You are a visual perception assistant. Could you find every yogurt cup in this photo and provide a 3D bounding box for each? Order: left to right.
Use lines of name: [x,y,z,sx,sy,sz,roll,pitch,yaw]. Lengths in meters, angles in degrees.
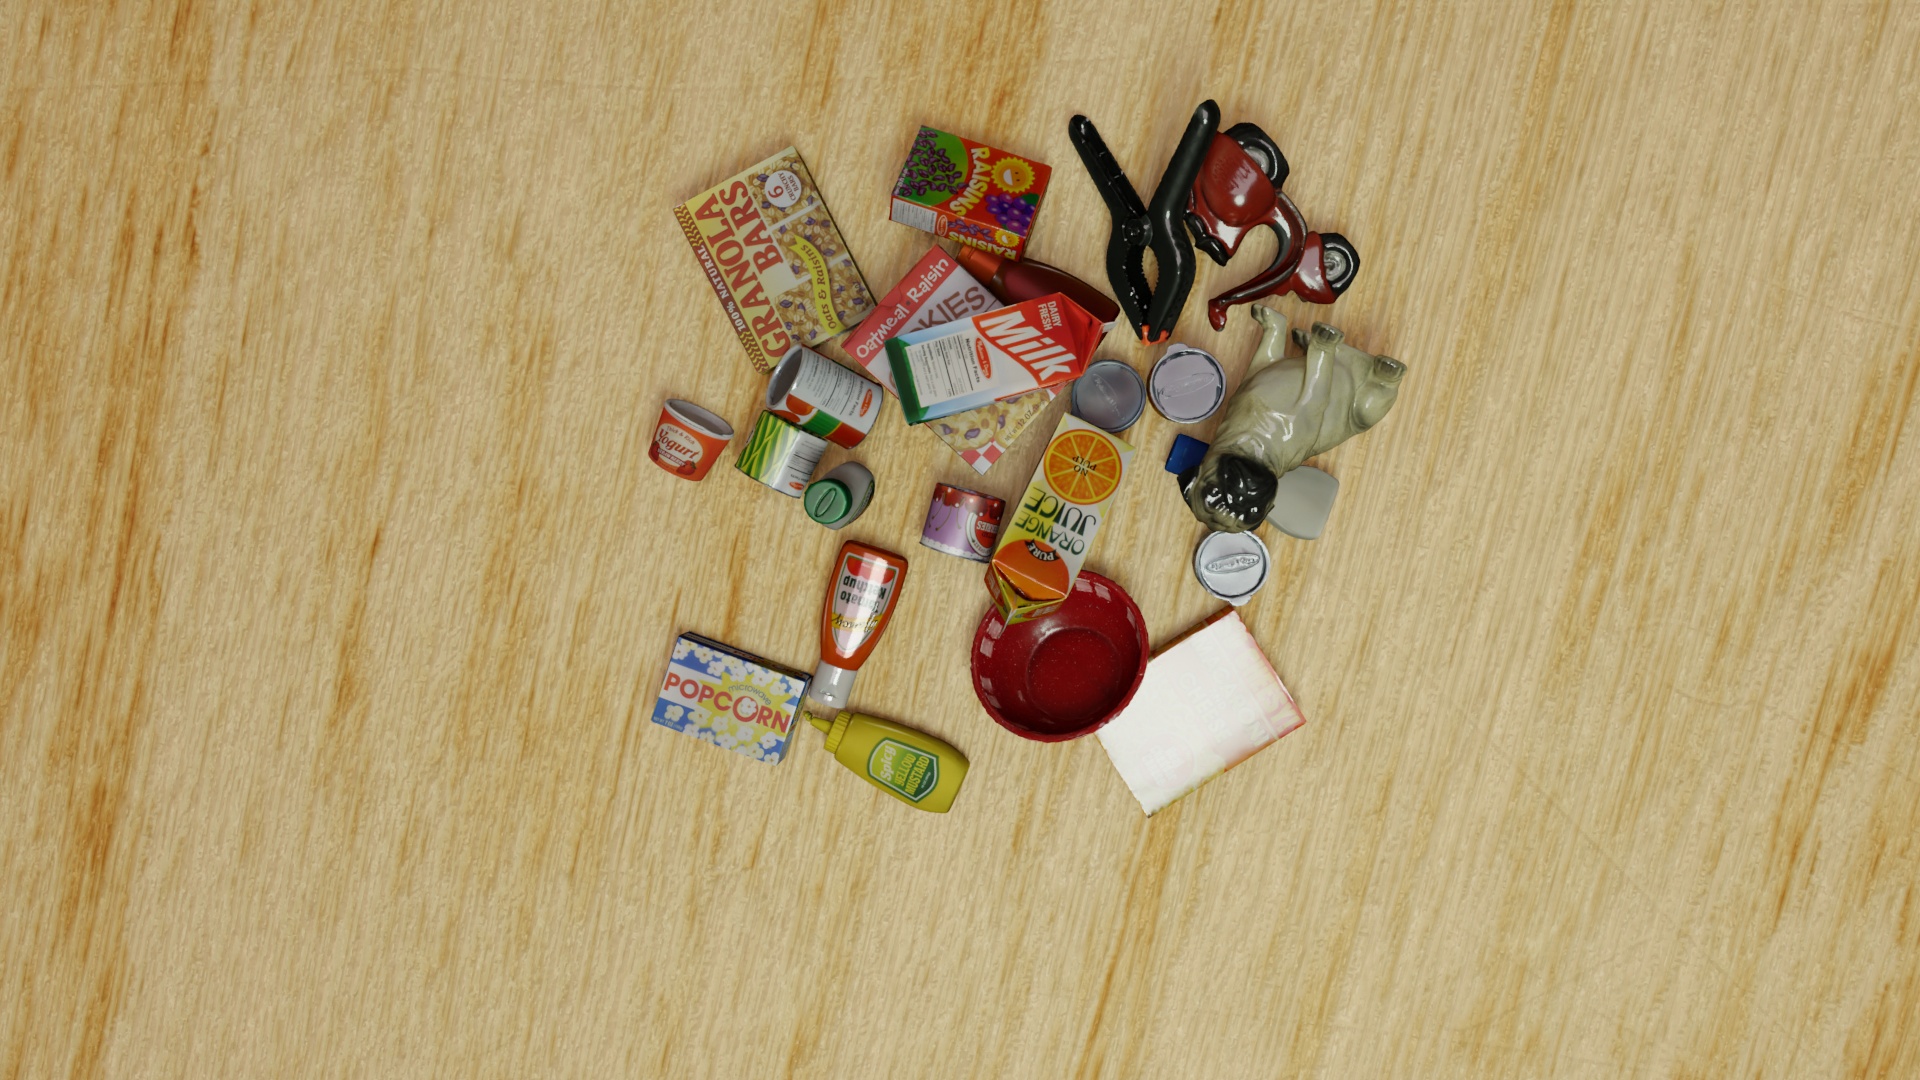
yogurt cup: [-0.246,-0.089,1.253,0.072,0.072,0.053,29,104,1]

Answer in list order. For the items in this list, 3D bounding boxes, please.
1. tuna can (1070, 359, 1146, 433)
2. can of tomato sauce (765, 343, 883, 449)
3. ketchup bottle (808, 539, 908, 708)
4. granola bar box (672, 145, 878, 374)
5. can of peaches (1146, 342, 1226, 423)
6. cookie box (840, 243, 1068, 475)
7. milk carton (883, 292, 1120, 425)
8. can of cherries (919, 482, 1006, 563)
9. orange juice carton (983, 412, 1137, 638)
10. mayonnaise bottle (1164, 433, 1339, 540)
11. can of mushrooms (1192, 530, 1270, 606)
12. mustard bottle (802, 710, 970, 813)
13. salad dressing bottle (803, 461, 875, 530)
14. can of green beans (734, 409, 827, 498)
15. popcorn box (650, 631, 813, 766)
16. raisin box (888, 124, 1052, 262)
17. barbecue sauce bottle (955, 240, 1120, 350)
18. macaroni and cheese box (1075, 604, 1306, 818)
tuna can: [0.130,-0.127,1.243,0.071,0.033,0.071,0,94,3]
can of tomato sauce: [-0.121,-0.127,1.226,0.083,0.071,0.071,26,96,-28]
ketchup bottle: [-0.099,0.078,1.265,0.065,0.043,0.148,19,95,-2]
granola bar box: [-0.163,-0.250,1.248,0.124,0.039,0.165,-27,92,4]
can of peaches: [0.198,-0.138,1.226,0.071,0.058,0.071,0,94,4]
cookie box: [-0.001,-0.157,1.211,0.167,0.040,0.123,43,91,-1]
milk carton: [0.038,-0.154,1.156,0.191,0.072,0.073,-15,93,1]
can of cherries: [0.004,-0.016,1.240,0.071,0.071,0.058,16,94,2]
orange juice carton: [0.077,-0.005,1.204,0.073,0.071,0.193,26,74,2]
mayonnaise bottle: [0.257,-0.053,1.238,0.148,0.041,0.065,22,88,3]
can of mushrooms: [0.243,0.022,1.247,0.071,0.033,0.071,0,94,3]
mustard bottle: [-0.073,0.194,1.269,0.160,0.049,0.065,23,94,1]
salad dressing bottle: [-0.107,-0.037,1.205,0.044,0.148,0.064,35,96,0]
can of green beans: [-0.161,-0.078,1.246,0.071,0.071,0.057,27,95,1]
popcorn box: [-0.211,0.145,1.278,0.127,0.038,0.085,20,94,2]
raisin box: [0.009,-0.304,1.217,0.123,0.040,0.086,18,64,2]
barbecue sauce bottle: [0.065,-0.220,1.235,0.148,0.044,0.065,32,94,1]
macaroni and cheese box: [0.206,0.153,1.255,0.166,0.040,0.123,-32,91,5]
